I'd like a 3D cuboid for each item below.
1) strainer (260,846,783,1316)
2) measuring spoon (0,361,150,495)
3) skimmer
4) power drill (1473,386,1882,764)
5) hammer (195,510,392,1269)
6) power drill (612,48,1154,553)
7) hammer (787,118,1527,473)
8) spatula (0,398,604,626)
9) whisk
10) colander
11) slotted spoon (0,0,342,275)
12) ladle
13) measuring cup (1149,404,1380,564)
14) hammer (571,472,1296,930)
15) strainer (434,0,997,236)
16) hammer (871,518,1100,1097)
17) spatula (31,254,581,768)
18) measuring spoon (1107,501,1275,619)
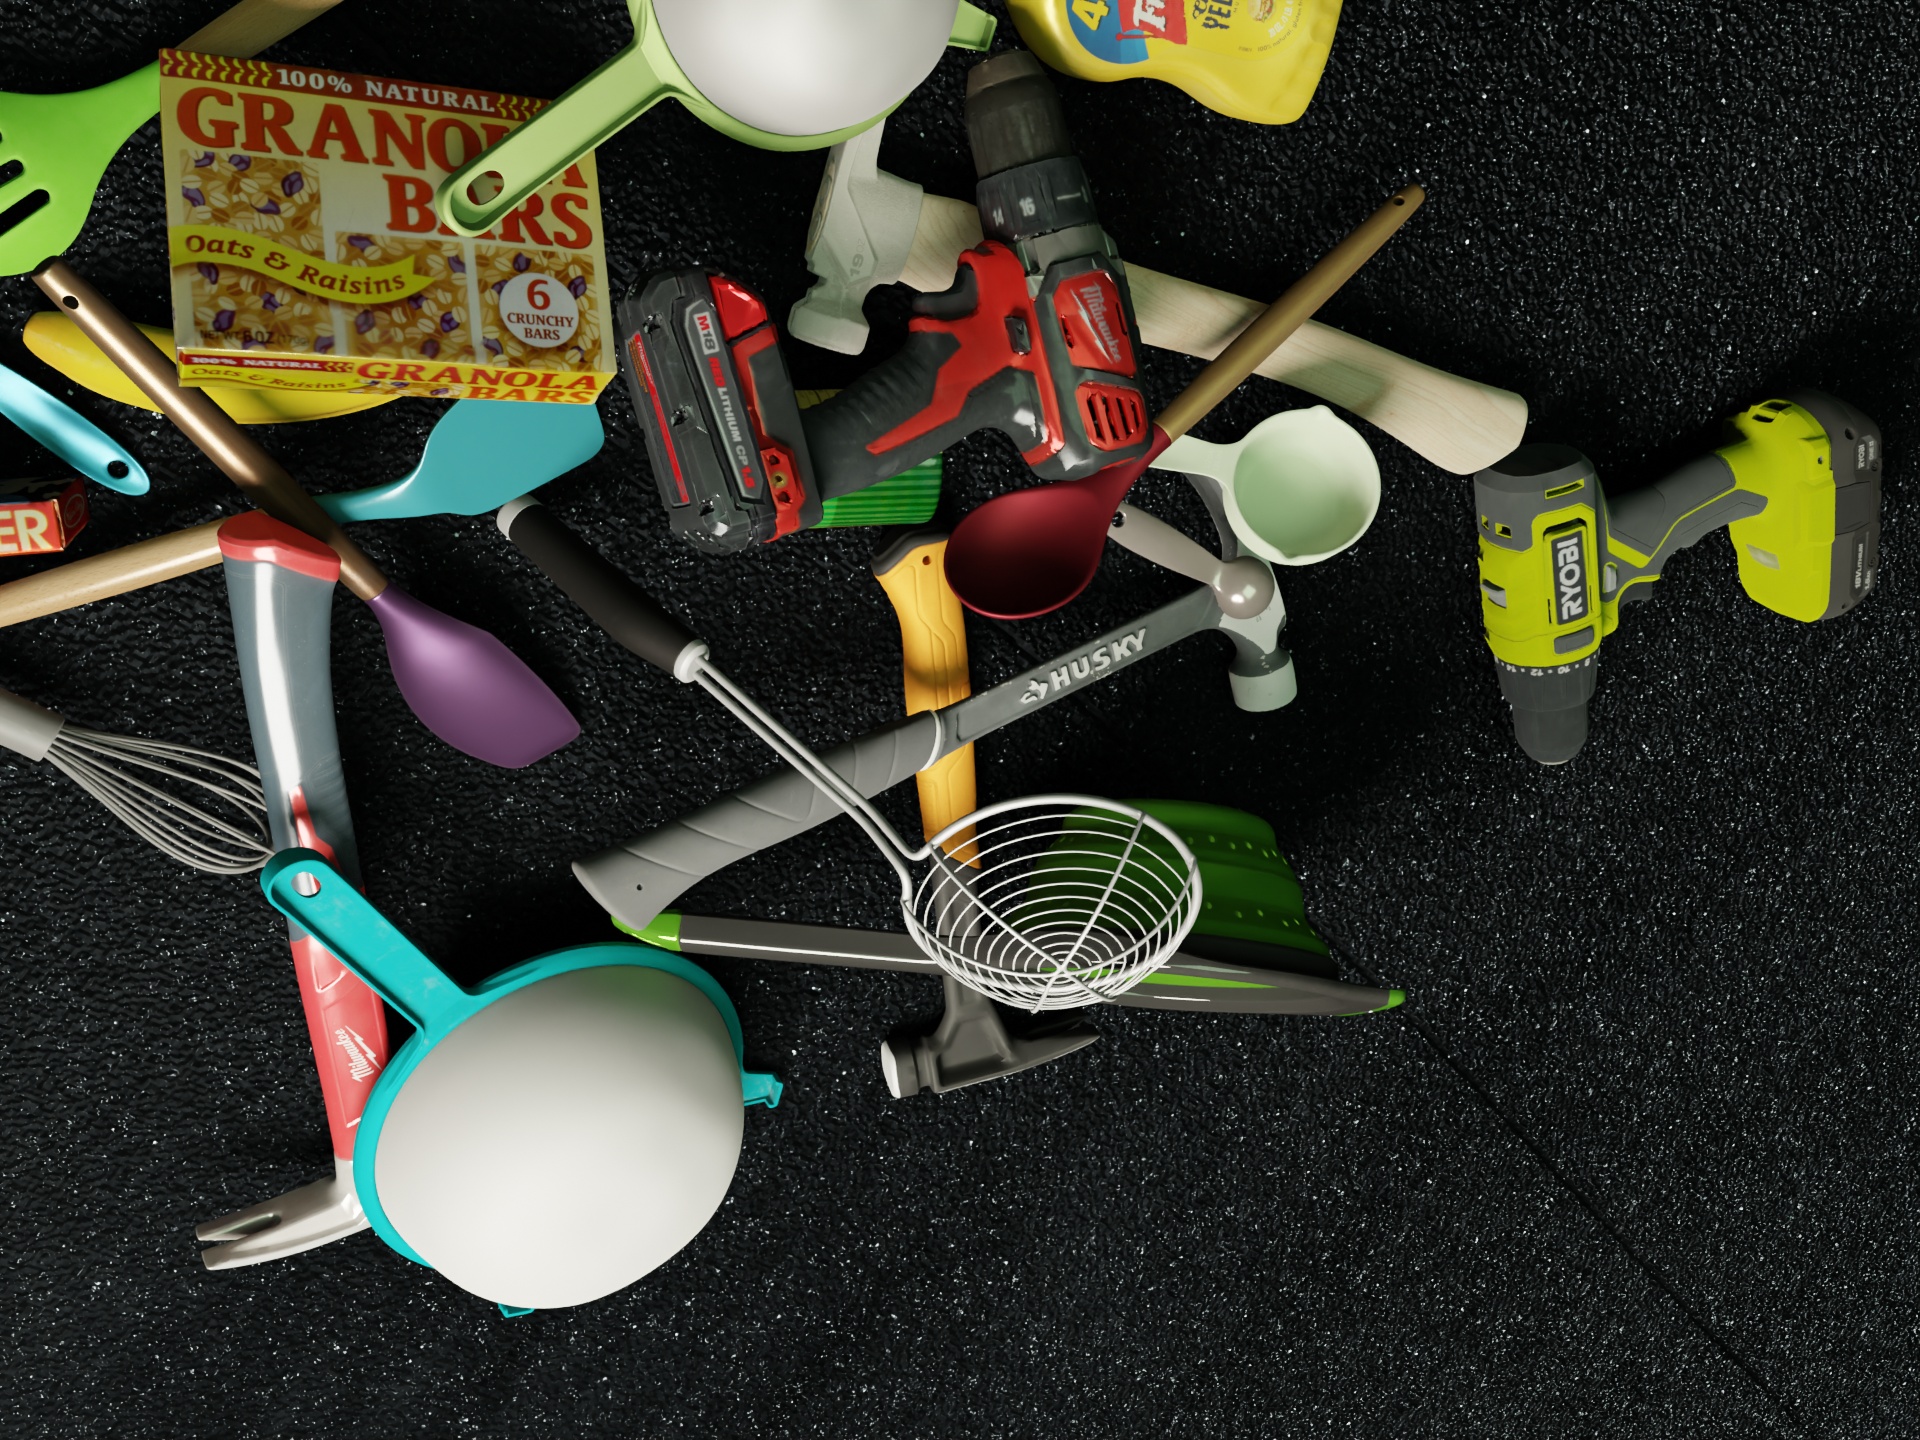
[{"bbox_3d":[-0.212,0.184,0.767,0.211,0.095,0.340,-39,135,-11],"label":"strainer"},{"bbox_3d":[-0.400,-0.141,0.672,0.042,0.021,0.128,-44,127,3],"label":"measuring spoon"},{"bbox_3d":[-0.059,0.000,0.719,0.090,0.363,0.127,-33,155,-45],"label":"skimmer"},{"bbox_3d":[0.413,-0.087,0.934,0.228,0.080,0.190,-18,116,-8],"label":"power drill"},{"bbox_3d":[-0.307,0.091,0.731,0.143,0.038,0.386,-16,125,-29],"label":"hammer"},{"bbox_3d":[-0.031,-0.179,0.692,0.226,0.080,0.188,-19,101,-19],"label":"power drill"},{"bbox_3d":[0.124,-0.211,0.807,0.410,0.038,0.146,11,106,-23],"label":"hammer"},{"bbox_3d":[-0.316,-0.090,0.705,0.317,0.044,0.082,-17,148,-3],"label":"spatula"},{"bbox_3d":[-0.404,0.009,0.704,0.238,0.055,0.055,32,99,-29],"label":"whisk"},{"bbox_3d":[0.025,0.087,0.822,0.397,0.204,0.094,6,76,-2],"label":"colander"},{"bbox_3d":[-0.294,-0.279,0.643,0.314,0.031,0.070,-35,120,-4],"label":"slotted spoon"},{"bbox_3d":[0.116,-0.160,0.782,0.315,0.069,0.031,-43,161,-6],"label":"ladle"},{"bbox_3d":[0.128,-0.127,0.811,0.167,0.038,0.083,14,83,1],"label":"measuring cup"},{"bbox_3d":[-0.001,-0.003,0.806,0.409,0.036,0.149,-25,115,-22],"label":"hammer"},{"bbox_3d":[-0.093,-0.266,0.626,0.256,0.069,0.151,-39,133,-8],"label":"strainer"},{"bbox_3d":[0.002,0.052,0.873,0.127,0.034,0.336,-12,114,-13],"label":"hammer"},{"bbox_3d":[-0.273,-0.073,0.691,0.060,0.018,0.315,-28,135,6],"label":"spatula"},{"bbox_3d":[0.118,-0.084,0.819,0.124,0.018,0.034,23,92,-31],"label":"measuring spoon"}]
